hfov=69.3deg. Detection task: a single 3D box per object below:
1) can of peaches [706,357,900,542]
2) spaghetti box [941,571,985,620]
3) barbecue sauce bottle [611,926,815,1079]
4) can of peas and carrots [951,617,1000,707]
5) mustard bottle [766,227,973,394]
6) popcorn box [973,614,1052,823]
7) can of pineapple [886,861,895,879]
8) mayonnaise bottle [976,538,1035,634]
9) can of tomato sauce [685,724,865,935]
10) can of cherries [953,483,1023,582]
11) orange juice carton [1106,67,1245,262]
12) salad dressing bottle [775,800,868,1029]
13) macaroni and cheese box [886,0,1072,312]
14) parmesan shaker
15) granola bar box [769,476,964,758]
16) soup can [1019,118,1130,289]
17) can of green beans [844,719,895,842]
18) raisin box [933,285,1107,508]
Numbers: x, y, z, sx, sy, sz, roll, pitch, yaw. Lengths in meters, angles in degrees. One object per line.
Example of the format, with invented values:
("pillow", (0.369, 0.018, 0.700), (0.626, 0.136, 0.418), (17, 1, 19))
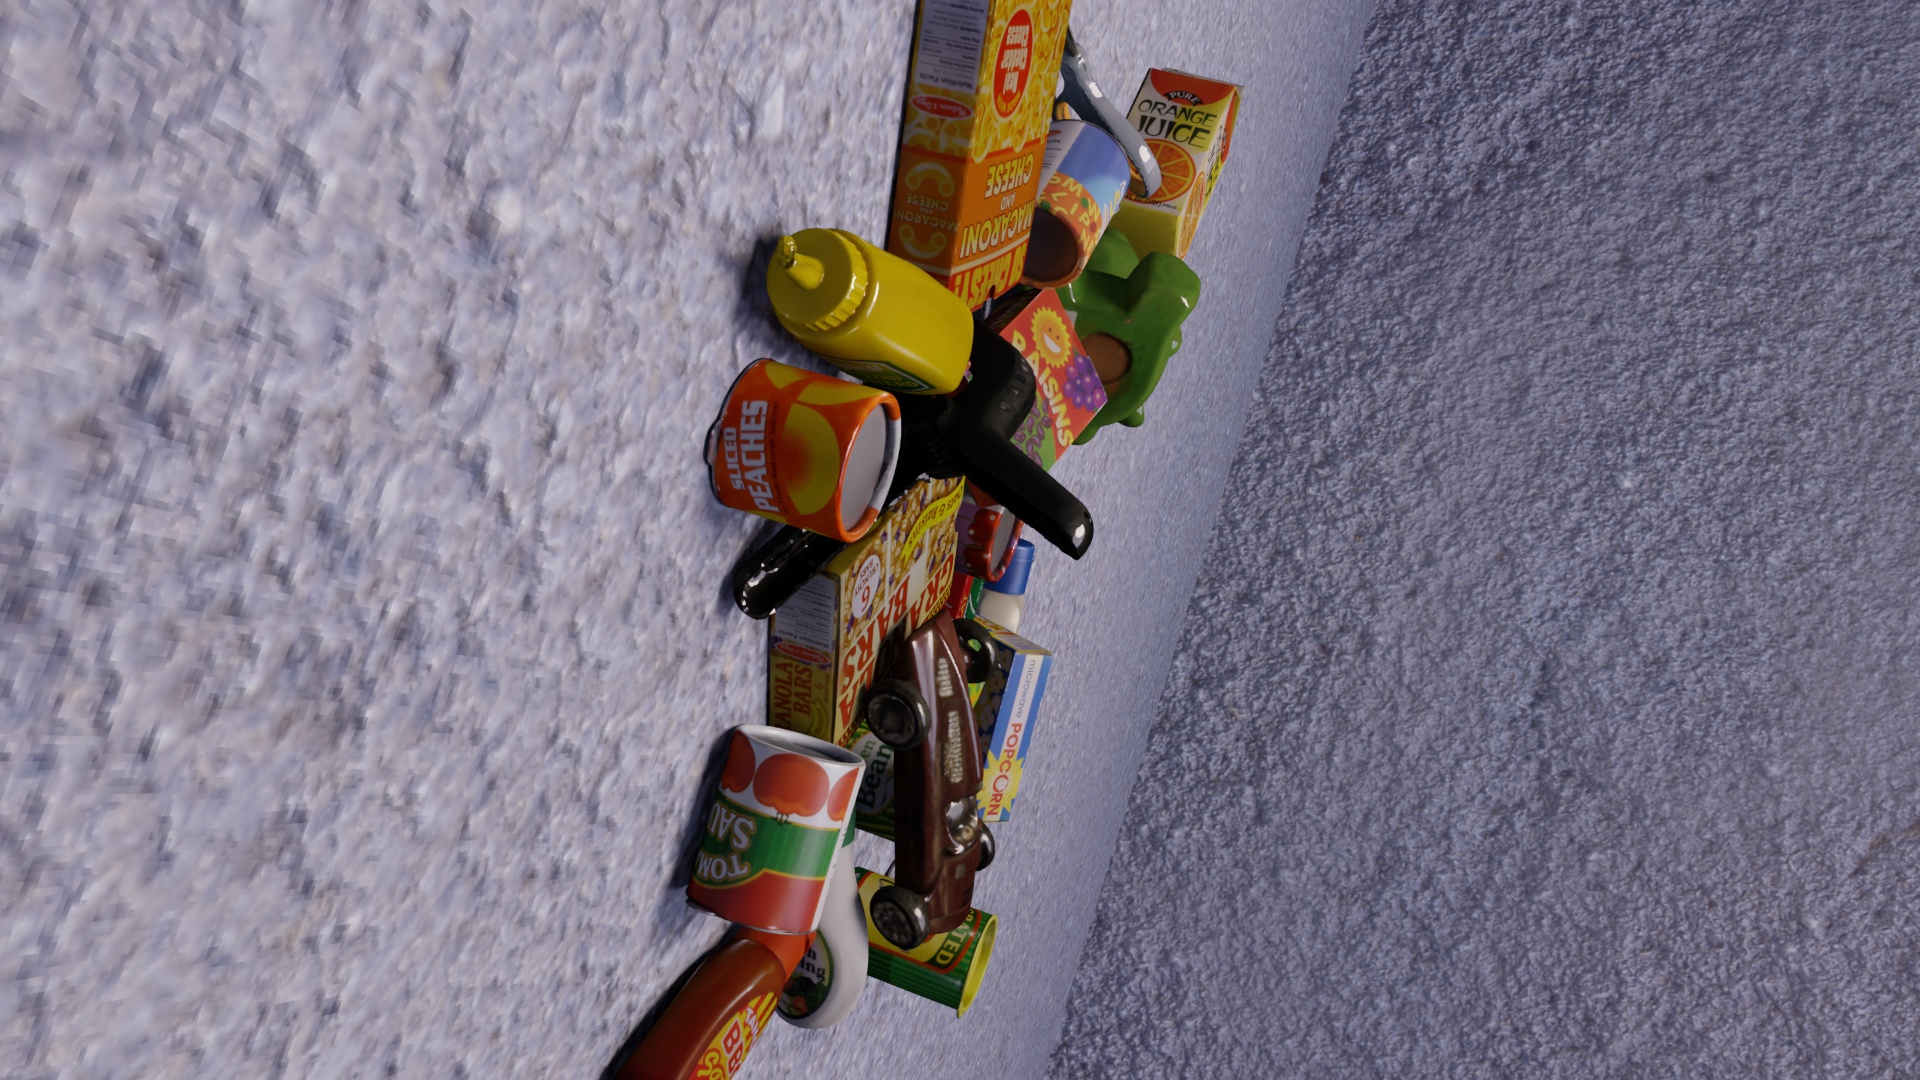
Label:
("can of peaches", (-0.064, -0.037, 0.582), (0.071, 0.058, 0.071), (15, 92, -76))
("spaghetti box", (-0.014, 0.064, 0.934), (0.050, 0.029, 0.250), (10, 96, -74))
("barbecue sauce bottle", (-0.122, 0.240, 0.702), (0.149, 0.044, 0.064), (-50, 152, -57))
("can of peas and carrots", (-0.017, 0.088, 0.864), (0.070, 0.071, 0.059), (84, 28, -56))
("mustard bottle", (-0.044, -0.098, 0.587), (0.160, 0.065, 0.049), (17, 84, -70))
("popcorn box", (0.011, 0.122, 0.970), (0.038, 0.085, 0.126), (8, 100, -39))
("can of pineapple", (-0.027, 0.279, 1.048), (0.071, 0.071, 0.057), (-54, 156, -52))
("mayonnaise bottle", (0.022, 0.070, 1.037), (0.065, 0.041, 0.147), (-108, -150, -78))
("can of tomato sauce", (-0.090, 0.137, 0.667), (0.071, 0.071, 0.083), (22, 84, -75))
("can of cherries", (0.003, -0.011, 0.854), (0.071, 0.058, 0.071), (15, 91, -75))
("orange juice carton", (0.168, -0.308, 1.108), (0.072, 0.072, 0.193), (82, 28, -58))
("salad dressing bottle", (-0.080, 0.200, 0.786), (0.044, 0.064, 0.147), (-14, 113, -50))
("macaroni and cheese box", (0.010, -0.203, 0.706), (0.124, 0.040, 0.165), (-44, 147, -60))
("parmesan shaker", (-0.035, 0.268, 0.930), (0.071, 0.103, 0.071), (15, 92, -76))
("granola bar box", (-0.047, 0.021, 0.746), (0.166, 0.039, 0.123), (-54, 156, -52))
("soup can", (0.060, -0.199, 0.833), (0.071, 0.071, 0.084), (88, 24, -51))
("can of green beans", (-0.047, 0.145, 0.841), (0.071, 0.058, 0.071), (15, 91, -75))
("raisin box", (0.033, -0.088, 0.824), (0.086, 0.040, 0.124), (61, 40, -18))
